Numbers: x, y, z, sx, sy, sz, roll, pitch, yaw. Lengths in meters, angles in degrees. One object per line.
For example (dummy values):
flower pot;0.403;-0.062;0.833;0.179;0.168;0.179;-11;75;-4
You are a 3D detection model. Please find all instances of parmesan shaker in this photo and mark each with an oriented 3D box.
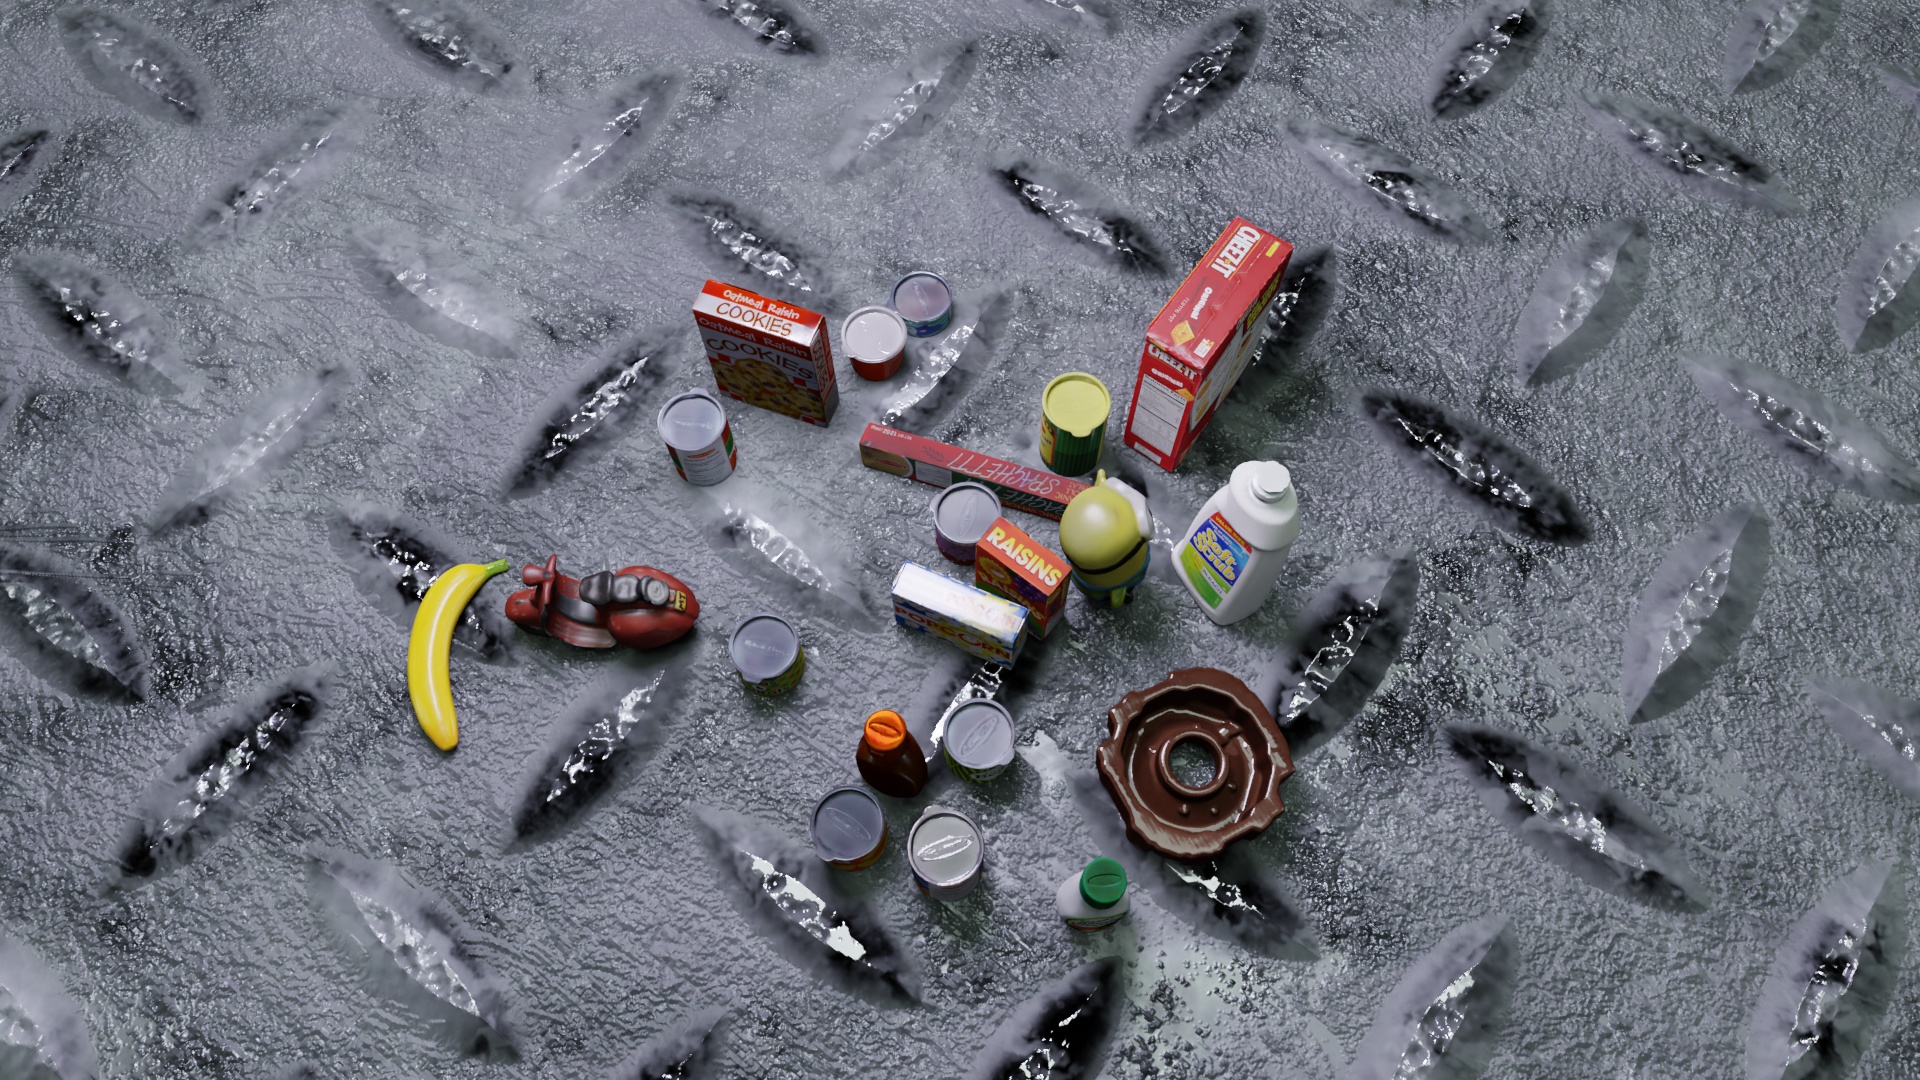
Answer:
parmesan shaker;0.112;-0.111;1.382;0.071;0.102;0.071;0;66;0

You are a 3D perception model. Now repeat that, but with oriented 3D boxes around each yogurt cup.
yogurt cup;-0.089;-0.203;1.451;0.072;0.053;0.072;0;66;0

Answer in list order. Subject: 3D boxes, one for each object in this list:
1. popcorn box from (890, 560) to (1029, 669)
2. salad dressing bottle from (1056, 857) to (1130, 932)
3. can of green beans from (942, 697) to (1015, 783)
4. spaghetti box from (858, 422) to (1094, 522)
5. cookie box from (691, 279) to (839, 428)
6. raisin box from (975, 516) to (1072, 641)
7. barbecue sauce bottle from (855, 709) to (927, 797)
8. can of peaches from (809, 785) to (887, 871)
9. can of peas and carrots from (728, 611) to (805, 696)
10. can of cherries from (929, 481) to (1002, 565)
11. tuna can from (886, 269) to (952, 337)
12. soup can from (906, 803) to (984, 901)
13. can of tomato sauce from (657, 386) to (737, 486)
popcorn box;-0.001;0.071;1.312;0.127;0.085;0.038;22;68;10
salad dressing bottle;0.115;0.300;1.176;0.064;0.147;0.044;-4;67;-1
can of green beans;0.017;0.185;1.276;0.071;0.057;0.071;0;66;0
spaghetti box;0.021;-0.063;1.390;0.250;0.050;0.029;16;68;7
cookie box;-0.190;-0.184;1.381;0.123;0.166;0.040;18;68;8
raisin box;0.058;0.037;1.306;0.086;0.123;0.040;37;72;15
barbecue sauce bottle;-0.063;0.188;1.226;0.065;0.148;0.044;20;68;9
can of peaches;-0.101;0.260;1.243;0.071;0.058;0.071;0;66;0
can of peas and carrots;-0.182;0.110;1.310;0.071;0.058;0.071;0;66;0
can of cherries;0.005;-0.017;1.366;0.071;0.058;0.072;0;66;0
tuna can;-0.044;-0.252;1.484;0.071;0.032;0.071;0;66;0
soup can;-0.013;0.275;1.222;0.071;0.083;0.071;0;66;0
can of tomato sauce;-0.262;-0.103;1.391;0.071;0.082;0.071;0;66;0
